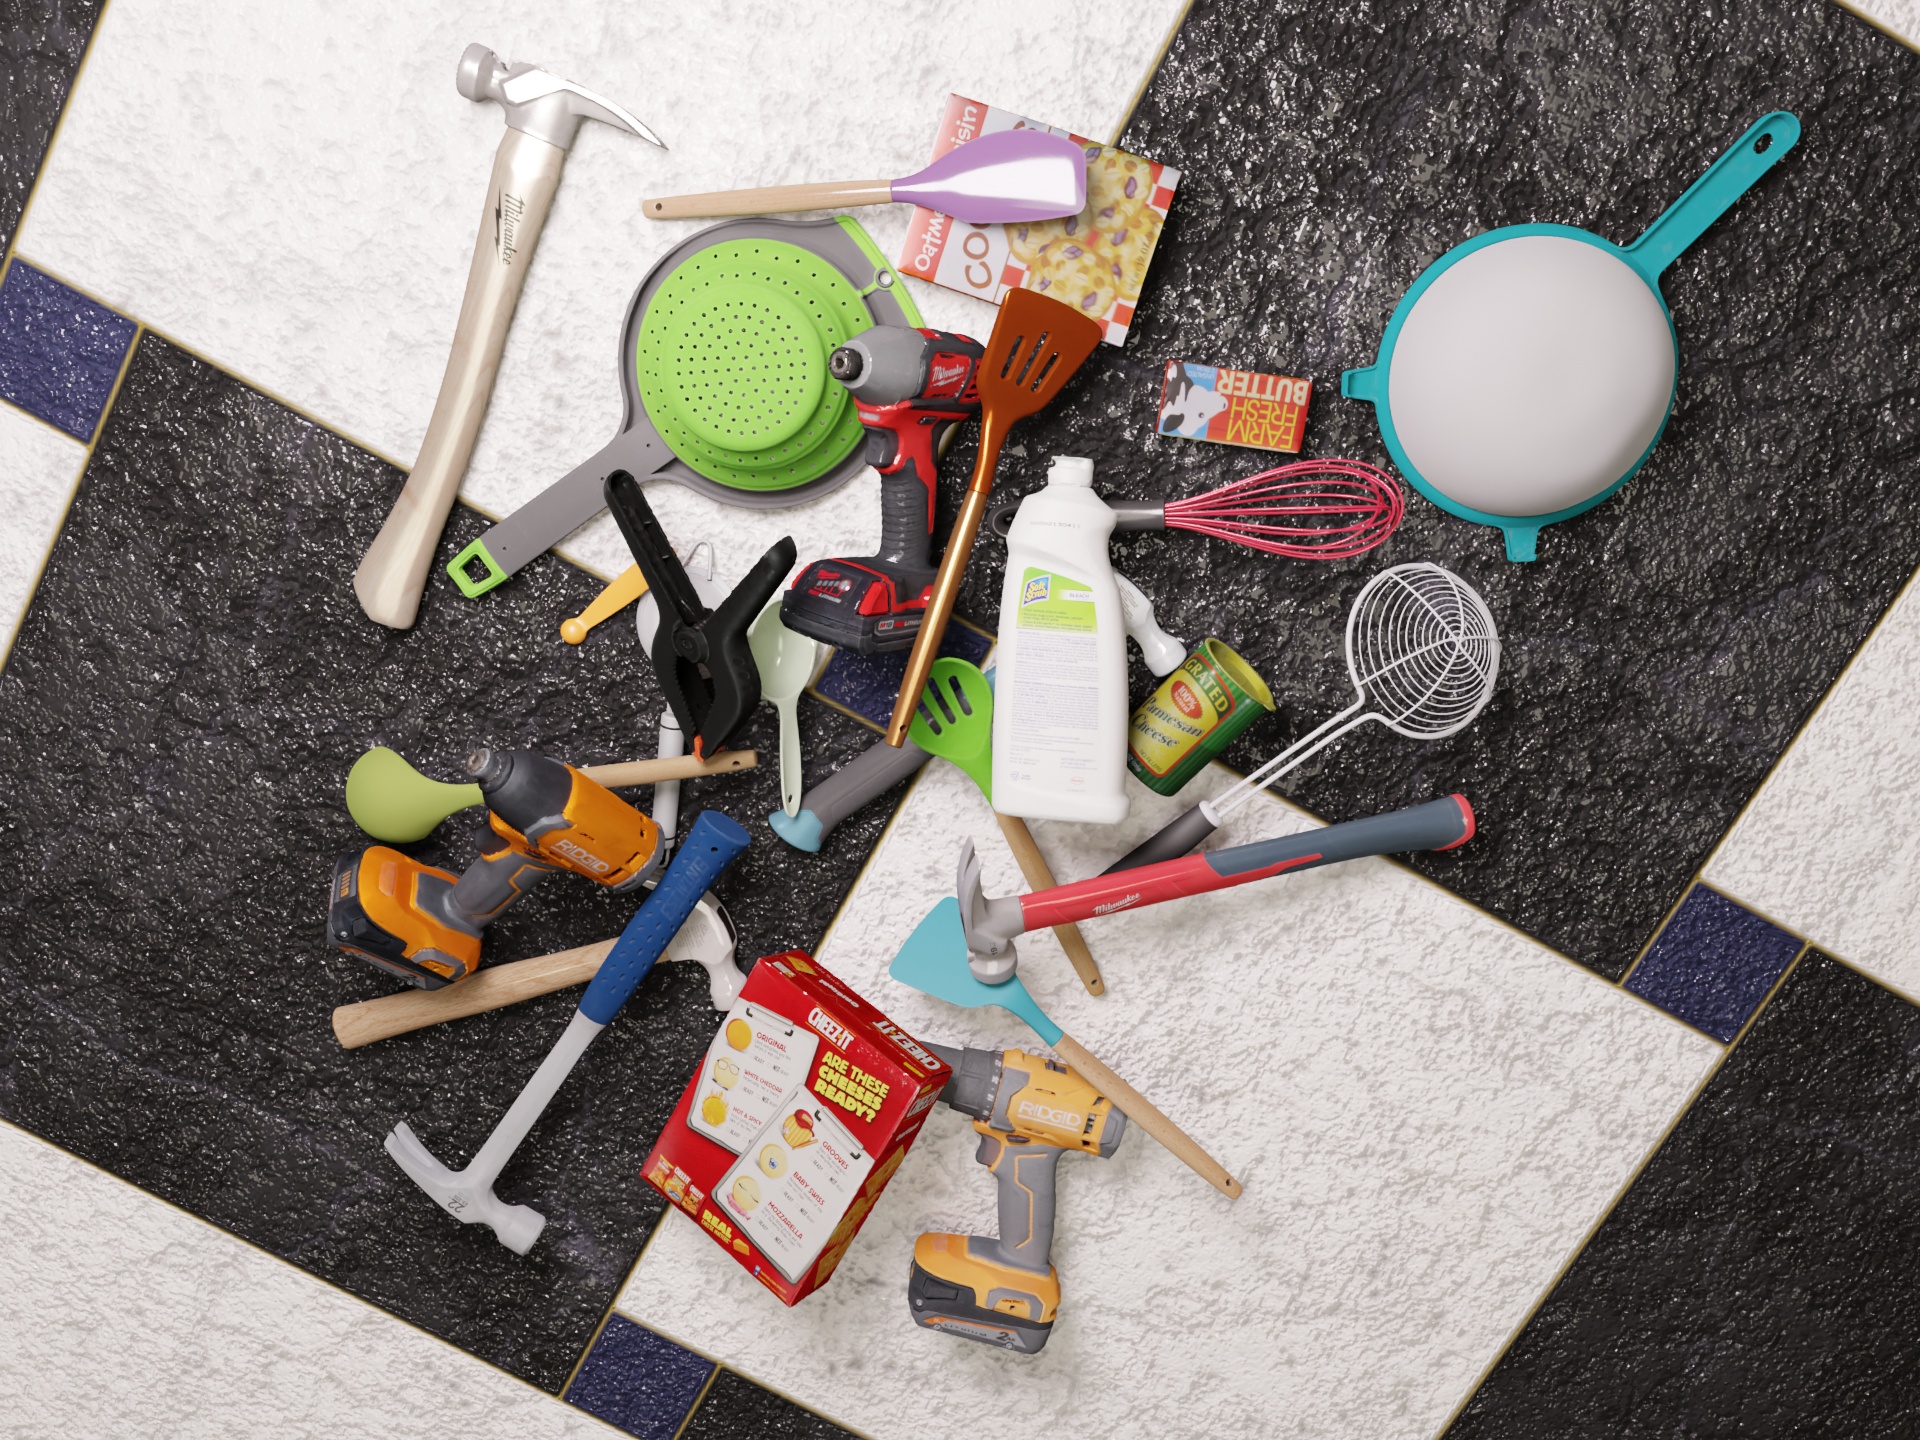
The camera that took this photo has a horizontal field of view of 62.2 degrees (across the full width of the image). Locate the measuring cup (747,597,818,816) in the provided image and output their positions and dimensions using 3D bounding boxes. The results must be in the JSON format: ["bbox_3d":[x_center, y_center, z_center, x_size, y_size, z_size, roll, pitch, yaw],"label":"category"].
[{"bbox_3d":[-0.141,-0.010,1.176,0.038,0.083,0.167,9,110,32],"label":"measuring cup"}]

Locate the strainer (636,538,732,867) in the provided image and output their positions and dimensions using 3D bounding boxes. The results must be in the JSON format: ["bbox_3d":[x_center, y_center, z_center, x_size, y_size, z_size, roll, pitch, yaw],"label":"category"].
[{"bbox_3d":[-0.214,-0.007,1.195,0.087,0.050,0.258,13,108,15],"label":"strainer"}]

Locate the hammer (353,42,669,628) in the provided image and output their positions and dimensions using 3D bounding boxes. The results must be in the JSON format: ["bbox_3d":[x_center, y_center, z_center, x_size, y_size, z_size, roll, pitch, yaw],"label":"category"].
[{"bbox_3d":[-0.341,-0.255,1.142,0.146,0.038,0.410,21,104,-4],"label":"hammer"}]

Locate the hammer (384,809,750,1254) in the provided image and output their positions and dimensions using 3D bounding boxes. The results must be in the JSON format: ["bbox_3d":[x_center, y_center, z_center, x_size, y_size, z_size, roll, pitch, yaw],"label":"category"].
[{"bbox_3d":[-0.294,0.232,1.225,0.144,0.035,0.405,34,105,-7],"label":"hammer"}]

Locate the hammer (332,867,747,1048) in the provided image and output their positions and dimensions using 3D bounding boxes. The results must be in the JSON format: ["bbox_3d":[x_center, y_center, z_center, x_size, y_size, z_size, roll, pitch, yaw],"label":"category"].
[{"bbox_3d":[-0.338,0.201,1.254,0.331,0.031,0.130,-15,104,6],"label":"hammer"}]

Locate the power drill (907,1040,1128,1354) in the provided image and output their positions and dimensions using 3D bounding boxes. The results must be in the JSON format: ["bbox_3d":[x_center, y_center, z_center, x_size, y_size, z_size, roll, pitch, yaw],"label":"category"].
[{"bbox_3d":[0.018,0.366,1.256,0.185,0.084,0.226,15,99,-2],"label":"power drill"}]

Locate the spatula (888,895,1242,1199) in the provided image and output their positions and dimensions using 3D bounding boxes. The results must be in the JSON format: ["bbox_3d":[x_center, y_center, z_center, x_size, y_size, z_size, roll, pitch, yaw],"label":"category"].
[{"bbox_3d":[0.090,0.260,1.213,0.317,0.044,0.082,41,64,-3],"label":"spatula"}]

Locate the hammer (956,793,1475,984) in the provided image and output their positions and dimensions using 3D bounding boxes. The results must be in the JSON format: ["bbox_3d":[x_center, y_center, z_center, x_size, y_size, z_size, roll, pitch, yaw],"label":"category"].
[{"bbox_3d":[0.189,0.100,1.160,0.386,0.038,0.143,-12,137,-5],"label":"hammer"}]

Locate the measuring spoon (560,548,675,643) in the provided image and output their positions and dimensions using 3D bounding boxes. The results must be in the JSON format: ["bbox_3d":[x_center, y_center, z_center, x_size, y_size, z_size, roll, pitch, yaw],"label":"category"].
[{"bbox_3d":[-0.255,-0.093,1.181,0.117,0.011,0.021,-35,99,19],"label":"measuring spoon"}]

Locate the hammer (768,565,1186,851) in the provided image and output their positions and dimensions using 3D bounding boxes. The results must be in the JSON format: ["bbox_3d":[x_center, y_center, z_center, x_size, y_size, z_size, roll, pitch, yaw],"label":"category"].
[{"bbox_3d":[-0.002,-0.004,1.189,0.331,0.033,0.128,-35,101,10],"label":"hammer"}]

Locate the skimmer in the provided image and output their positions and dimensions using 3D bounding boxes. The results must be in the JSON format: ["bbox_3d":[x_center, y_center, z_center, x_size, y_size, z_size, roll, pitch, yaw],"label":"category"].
[{"bbox_3d":[0.237,0.025,1.189,0.363,0.090,0.127,-38,100,21],"label":"skimmer"}]

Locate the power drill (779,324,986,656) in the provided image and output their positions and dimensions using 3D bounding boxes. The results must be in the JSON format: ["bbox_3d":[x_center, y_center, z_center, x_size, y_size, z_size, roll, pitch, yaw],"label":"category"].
[{"bbox_3d":[-0.052,-0.162,1.098,0.079,0.143,0.219,21,108,32],"label":"power drill"}]

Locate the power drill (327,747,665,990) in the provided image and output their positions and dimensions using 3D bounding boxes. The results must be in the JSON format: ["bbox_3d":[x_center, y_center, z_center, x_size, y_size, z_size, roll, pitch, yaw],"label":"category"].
[{"bbox_3d":[-0.352,0.101,1.157,0.226,0.084,0.164,-29,137,19],"label":"power drill"}]

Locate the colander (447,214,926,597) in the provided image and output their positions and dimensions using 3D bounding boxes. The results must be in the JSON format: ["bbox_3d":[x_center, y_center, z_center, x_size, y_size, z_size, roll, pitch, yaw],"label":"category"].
[{"bbox_3d":[-0.212,-0.201,1.118,0.397,0.094,0.204,-33,100,9],"label":"colander"}]

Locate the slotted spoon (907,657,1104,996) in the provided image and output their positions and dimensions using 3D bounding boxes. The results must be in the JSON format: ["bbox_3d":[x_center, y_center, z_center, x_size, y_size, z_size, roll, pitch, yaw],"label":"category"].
[{"bbox_3d":[0.040,0.085,1.189,0.070,0.031,0.313,-30,112,-7],"label":"slotted spoon"}]

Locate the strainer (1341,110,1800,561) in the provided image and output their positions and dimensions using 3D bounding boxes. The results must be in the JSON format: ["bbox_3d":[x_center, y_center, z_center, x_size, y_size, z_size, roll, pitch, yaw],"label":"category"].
[{"bbox_3d":[0.441,-0.277,1.072,0.211,0.095,0.340,42,103,-7],"label":"strainer"}]

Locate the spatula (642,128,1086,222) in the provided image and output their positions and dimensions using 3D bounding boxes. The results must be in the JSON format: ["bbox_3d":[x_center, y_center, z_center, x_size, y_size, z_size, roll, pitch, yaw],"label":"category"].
[{"bbox_3d":[-0.070,-0.361,1.081,0.316,0.018,0.060,0,97,15],"label":"spatula"}]

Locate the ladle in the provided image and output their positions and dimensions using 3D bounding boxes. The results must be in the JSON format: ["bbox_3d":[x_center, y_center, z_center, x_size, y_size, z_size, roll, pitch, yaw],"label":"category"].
[{"bbox_3d":[-0.308,0.043,1.195,0.320,0.062,0.078,-7,114,5],"label":"ladle"}]

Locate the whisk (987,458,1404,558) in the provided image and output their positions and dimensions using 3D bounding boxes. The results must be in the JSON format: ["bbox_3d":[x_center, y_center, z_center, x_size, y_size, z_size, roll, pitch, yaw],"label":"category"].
[{"bbox_3d":[0.165,-0.147,1.138,0.296,0.073,0.073,-1,104,9],"label":"whisk"}]

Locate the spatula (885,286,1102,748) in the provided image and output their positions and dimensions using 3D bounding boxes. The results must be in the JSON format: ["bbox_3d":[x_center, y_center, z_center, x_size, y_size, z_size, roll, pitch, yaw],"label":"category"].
[{"bbox_3d":[0.008,-0.133,1.096,0.081,0.041,0.322,18,92,-29],"label":"spatula"}]
